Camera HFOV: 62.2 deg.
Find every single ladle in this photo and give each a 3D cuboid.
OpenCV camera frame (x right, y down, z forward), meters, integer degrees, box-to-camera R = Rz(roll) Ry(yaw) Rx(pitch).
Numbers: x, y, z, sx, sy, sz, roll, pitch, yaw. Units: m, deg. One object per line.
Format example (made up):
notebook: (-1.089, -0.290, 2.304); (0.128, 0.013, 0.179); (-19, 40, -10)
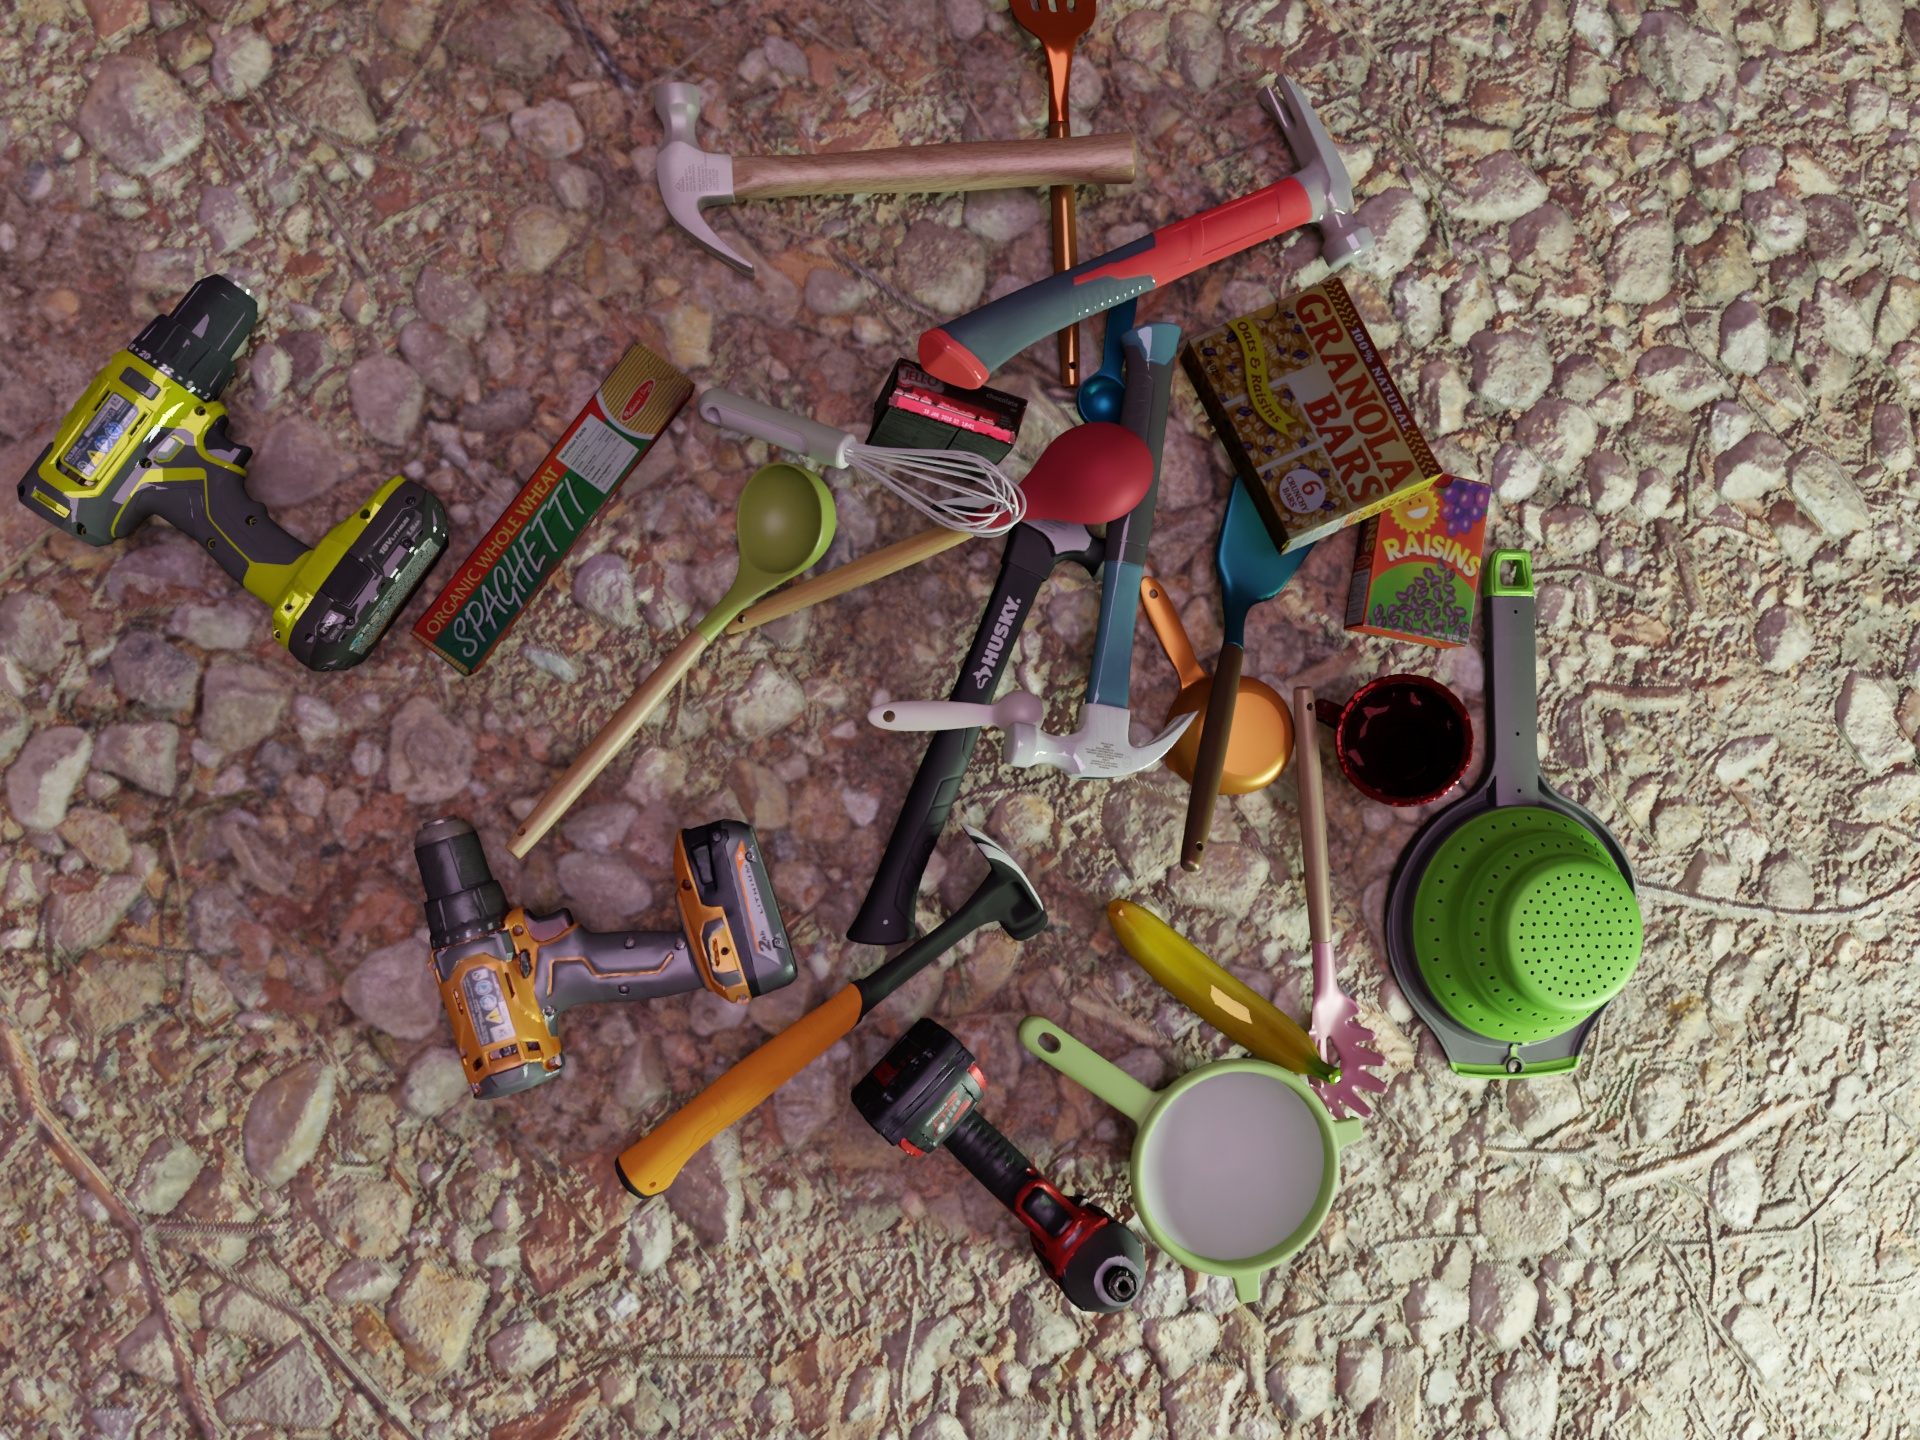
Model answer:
ladle: (-0.193, -0.042, 1.044); (0.078, 0.062, 0.320); (28, 70, 30)
ladle: (-0.018, -0.123, 1.083); (0.315, 0.031, 0.069); (-22, 85, 6)

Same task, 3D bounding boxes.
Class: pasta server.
pasta server: (0.261, 0.132, 1.134); (0.060, 0.040, 0.316); (-11, 101, -26)

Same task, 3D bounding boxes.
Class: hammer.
hammer: (-0.043, -0.379, 1.102); (0.331, 0.031, 0.130); (-4, 91, -3)
hammer: (0.123, -0.327, 1.086); (0.386, 0.038, 0.143); (-29, 94, -28)
hammer: (0.114, -0.121, 1.104); (0.128, 0.033, 0.331); (11, 80, -15)
hammer: (-0.093, 0.203, 1.067); (0.337, 0.127, 0.034); (-38, 53, -4)
hammer: (-0.005, 0.001, 1.114); (0.146, 0.035, 0.335); (23, 85, -9)

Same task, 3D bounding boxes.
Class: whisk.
whisk: (-0.070, -0.177, 1.063); (0.246, 0.057, 0.059); (22, 52, 16)

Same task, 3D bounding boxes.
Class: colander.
colander: (0.421, 0.069, 1.157); (0.204, 0.094, 0.397); (-1, 89, -10)

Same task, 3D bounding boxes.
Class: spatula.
spatula: (0.071, -0.401, 1.145); (0.081, 0.041, 0.322); (-3, 93, -10)
spatula: (0.188, -0.034, 1.092); (0.082, 0.044, 0.318); (30, 53, -18)

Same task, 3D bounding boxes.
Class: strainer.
strainer: (0.142, 0.278, 1.116); (0.256, 0.069, 0.151); (35, 85, -7)

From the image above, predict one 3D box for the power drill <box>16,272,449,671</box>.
power drill: (-0.450, -0.157, 1.019); (0.228, 0.080, 0.190); (35, 83, -5)

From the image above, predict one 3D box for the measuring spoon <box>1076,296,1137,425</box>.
measuring spoon: (0.109, -0.268, 1.153); (0.042, 0.021, 0.129); (16, 77, -18)

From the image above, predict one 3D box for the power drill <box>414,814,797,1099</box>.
power drill: (-0.239, 0.129, 1.050); (0.226, 0.084, 0.185); (-18, 90, -6)

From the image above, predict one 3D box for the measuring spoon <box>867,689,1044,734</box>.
measuring spoon: (-0.002, -0.003, 1.087); (0.124, 0.018, 0.034); (-1, 90, -10)

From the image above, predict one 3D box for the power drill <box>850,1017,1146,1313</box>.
power drill: (0.033, 0.305, 1.060); (0.219, 0.143, 0.078); (45, 80, -4)

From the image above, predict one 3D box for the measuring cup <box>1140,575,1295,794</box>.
measuring cup: (0.176, -0.027, 1.137); (0.095, 0.052, 0.173); (-28, 96, -10)
